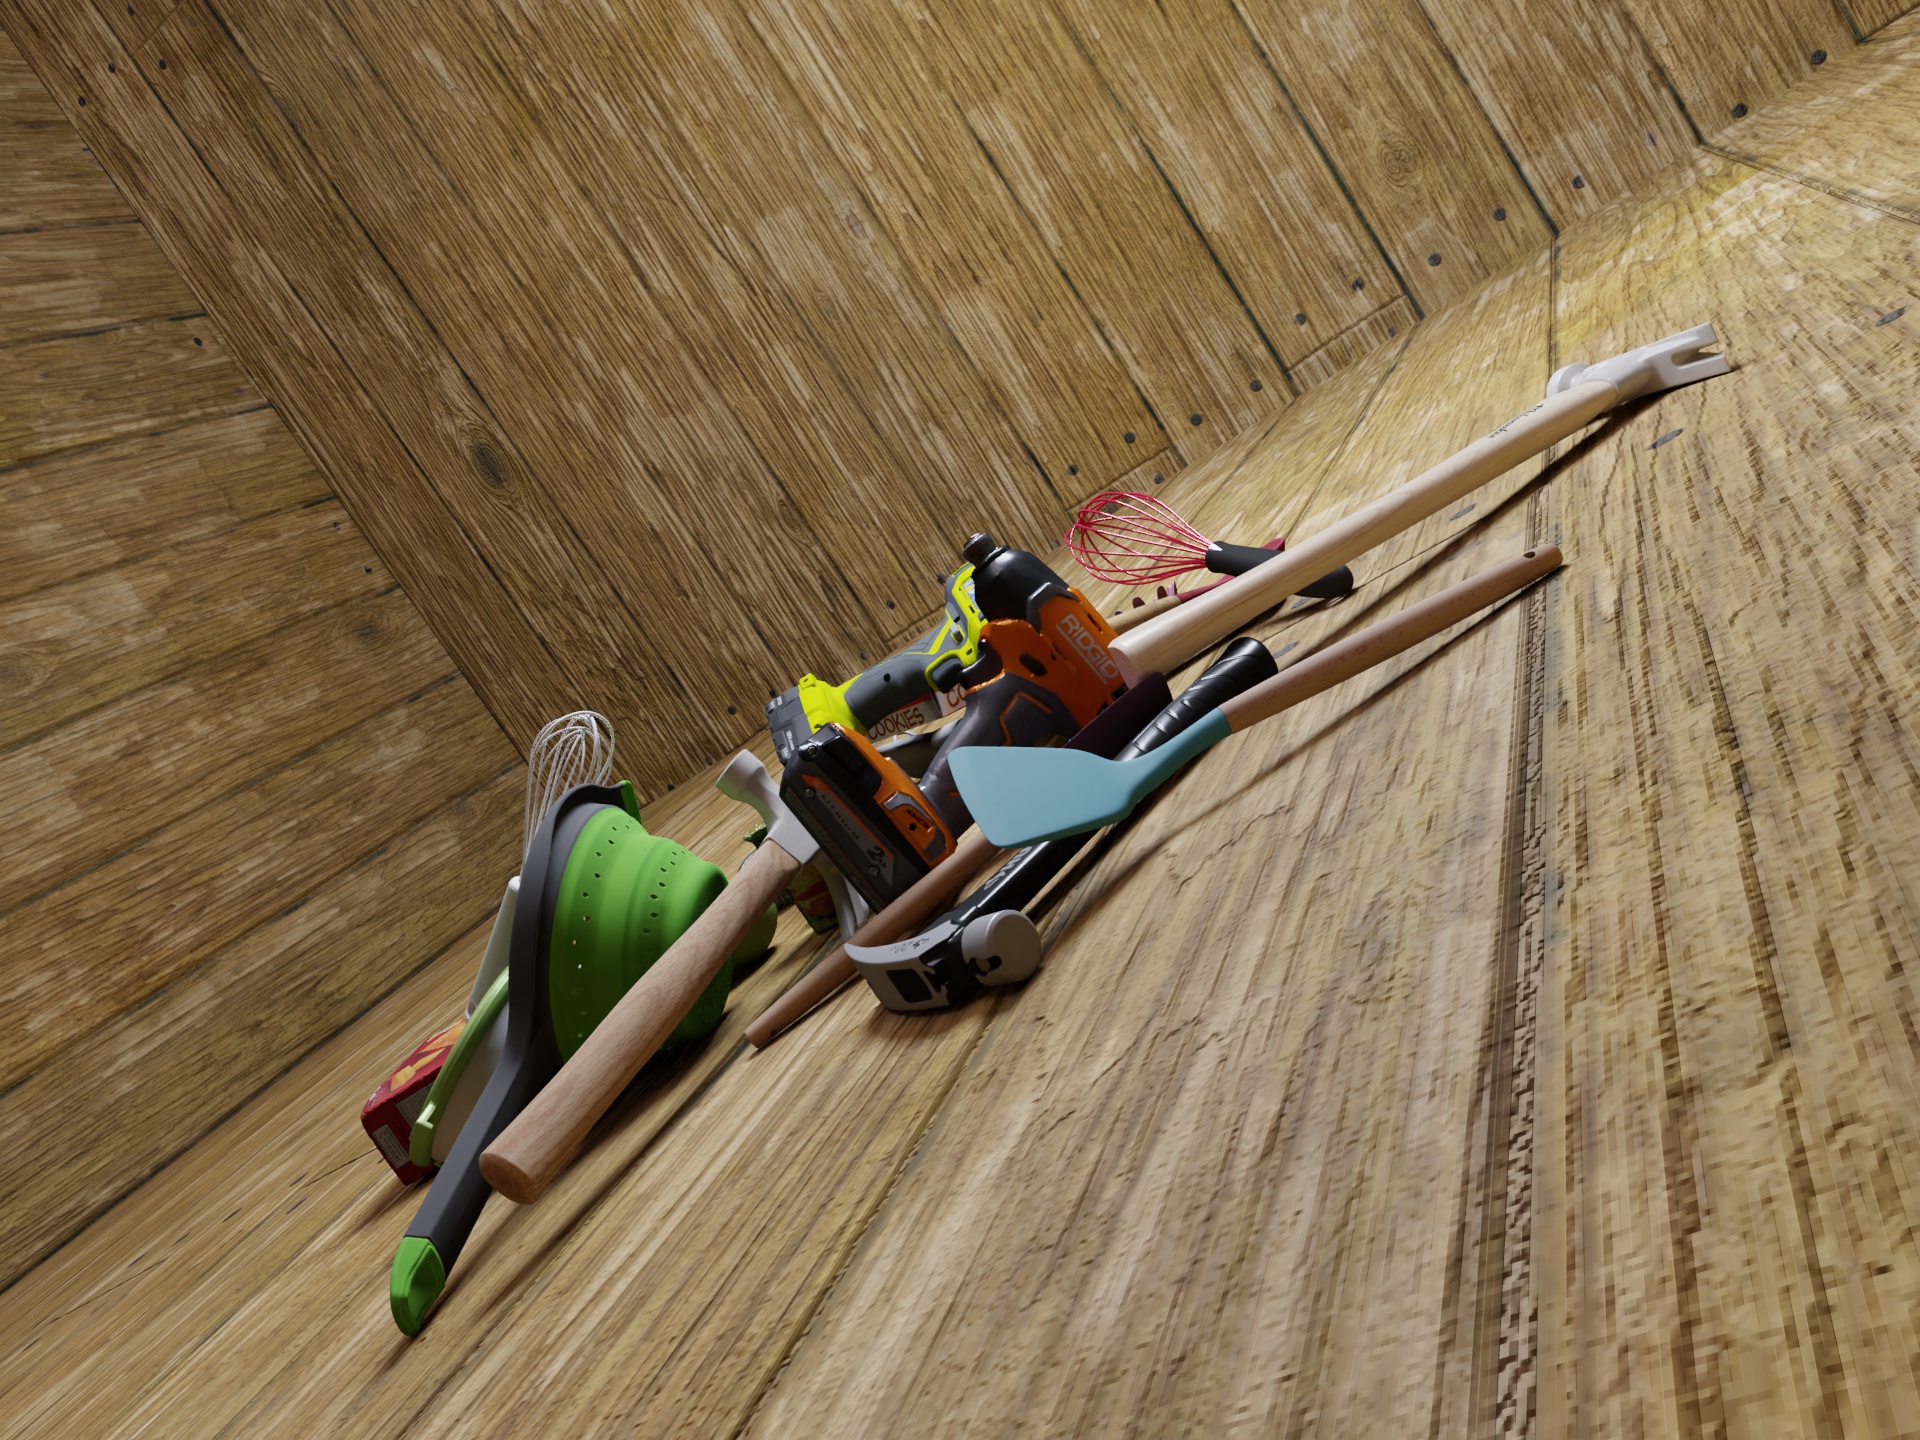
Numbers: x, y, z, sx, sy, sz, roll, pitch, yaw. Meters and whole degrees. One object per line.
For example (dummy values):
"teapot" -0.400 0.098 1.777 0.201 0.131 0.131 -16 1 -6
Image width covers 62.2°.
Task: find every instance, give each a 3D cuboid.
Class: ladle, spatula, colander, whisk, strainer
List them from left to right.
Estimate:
"whisk" -0.287 0.104 1.068 0.059 0.058 0.246 6 -68 -46
"strainer" -0.268 0.190 1.061 0.256 0.069 0.151 -62 0 -25
"colander" -0.211 0.187 0.935 0.094 0.204 0.397 2 33 9
"ladle" -0.200 0.160 1.246 0.078 0.062 0.320 -2 -6 -15
"strainer" -0.018 0.019 1.343 0.087 0.050 0.258 -16 -3 -16
"spatula" 0.004 0.082 0.915 0.316 0.059 0.018 -39 50 -10
"ladle" 0.144 -0.081 1.189 0.315 0.031 0.069 -24 -5 -39
"whisk" 0.172 -0.120 1.149 0.073 0.073 0.296 -36 29 -20
"spatula" 0.150 -0.018 0.777 0.317 0.044 0.082 -27 37 -1

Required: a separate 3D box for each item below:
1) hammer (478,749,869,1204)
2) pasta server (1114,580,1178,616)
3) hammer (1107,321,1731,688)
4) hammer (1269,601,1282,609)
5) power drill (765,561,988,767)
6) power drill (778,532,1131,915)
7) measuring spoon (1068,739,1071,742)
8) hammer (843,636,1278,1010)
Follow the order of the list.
"hammer" -0.155 0.145 0.902 0.031 0.130 0.331 -51 1 39
"pasta server" 0.073 -0.034 1.381 0.316 0.040 0.060 -30 -6 41
"hammer" 0.273 -0.130 0.971 0.410 0.038 0.146 -30 7 -12
"hammer" 0.061 0.007 1.179 0.409 0.036 0.149 -33 6 7
"power drill" -0.029 -0.022 1.221 0.228 0.080 0.191 -34 29 4
"power drill" -0.002 -0.003 0.981 0.226 0.164 0.084 -39 -3 -16
"measuring spoon" 0.119 -0.007 1.042 0.128 0.021 0.042 -29 8 35
"hammer" 0.072 0.044 0.851 0.335 0.035 0.146 -39 9 -39
